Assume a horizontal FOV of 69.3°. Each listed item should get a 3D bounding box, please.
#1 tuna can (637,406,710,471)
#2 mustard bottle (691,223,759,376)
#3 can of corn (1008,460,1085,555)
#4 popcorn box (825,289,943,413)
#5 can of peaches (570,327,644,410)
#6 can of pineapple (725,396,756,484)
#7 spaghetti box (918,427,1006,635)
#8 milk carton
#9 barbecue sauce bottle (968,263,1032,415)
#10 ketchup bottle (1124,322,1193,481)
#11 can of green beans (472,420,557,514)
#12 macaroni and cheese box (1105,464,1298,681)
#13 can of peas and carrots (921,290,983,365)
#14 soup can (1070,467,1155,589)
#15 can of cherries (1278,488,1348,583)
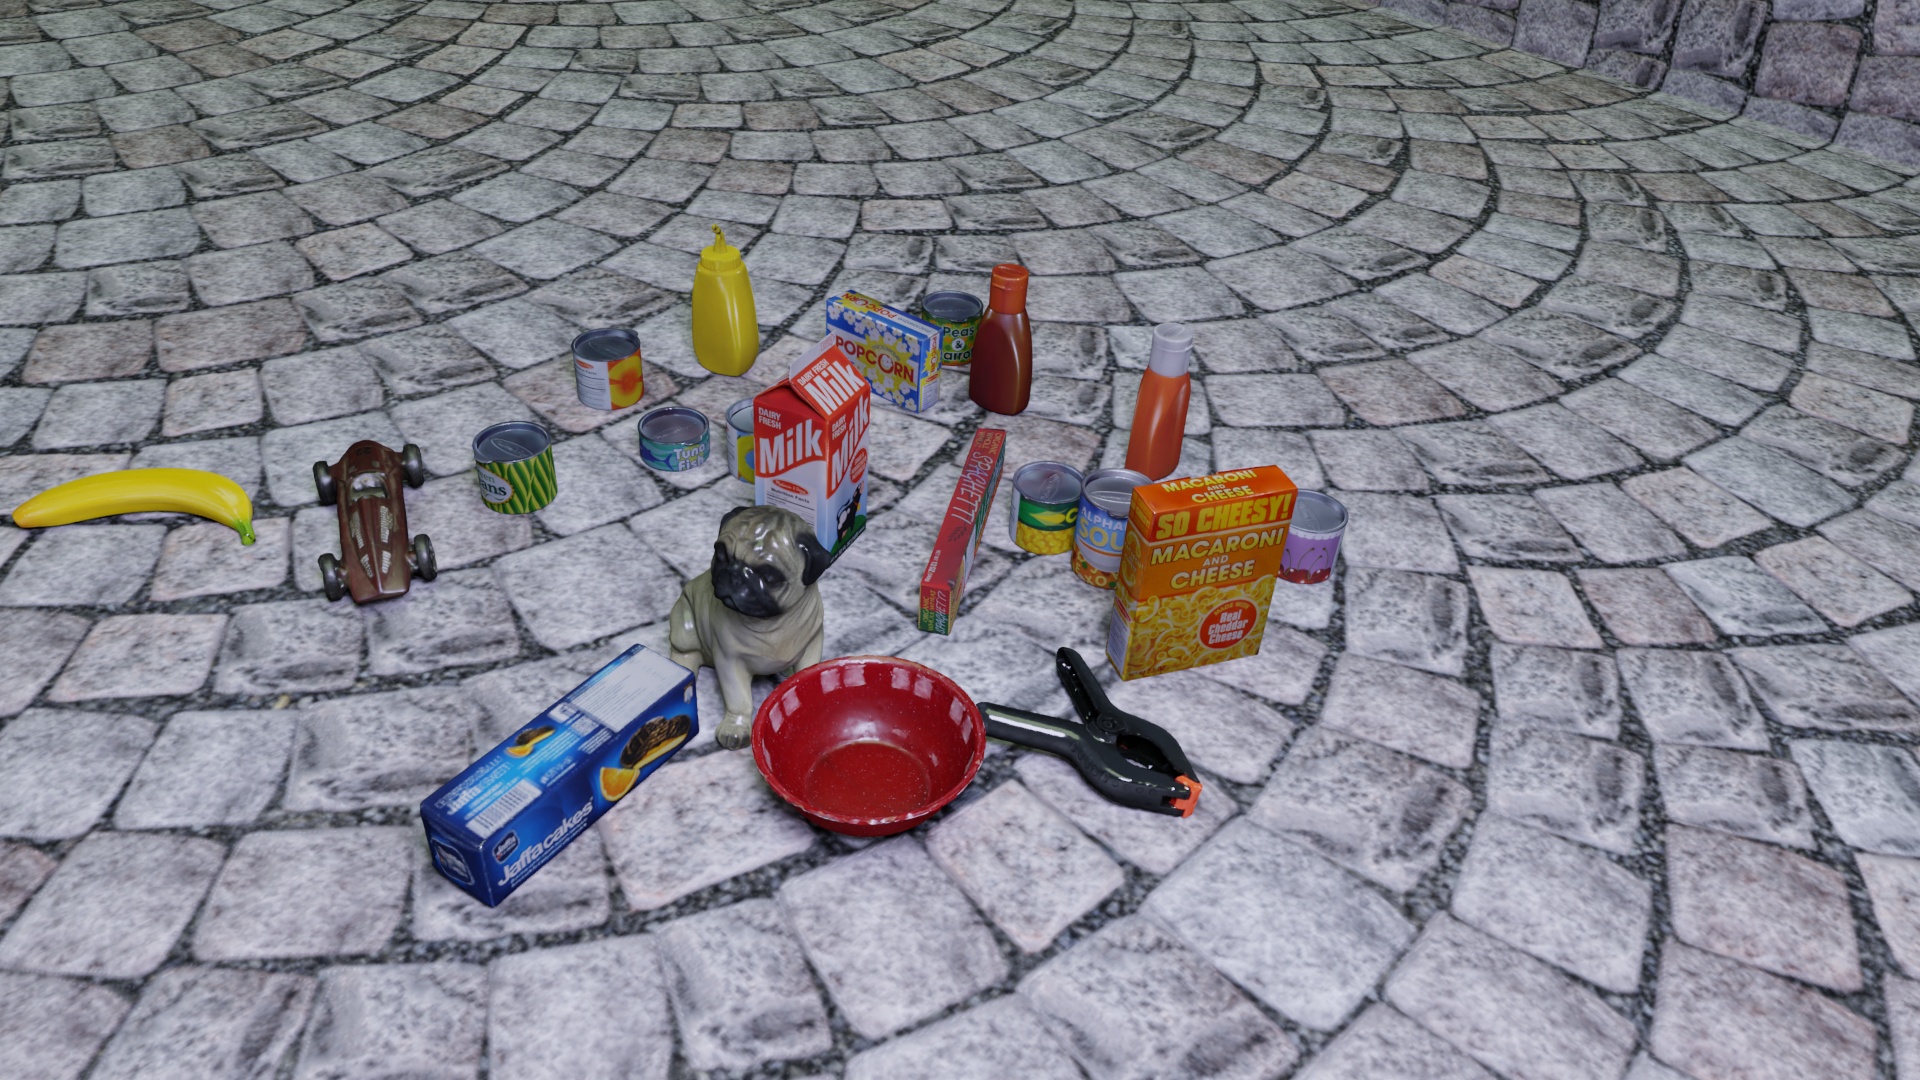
[{"bbox_3d":[-0.266,-0.094,1.301,0.071,0.032,0.071,3,37,-2],"label":"tuna can"},{"bbox_3d":[-0.238,-0.245,1.401,0.065,0.159,0.049,19,39,19],"label":"mustard bottle"},{"bbox_3d":[0.079,-0.028,1.227,0.071,0.058,0.071,3,36,-2],"label":"can of corn"},{"bbox_3d":[-0.078,-0.193,1.410,0.127,0.084,0.038,27,42,27],"label":"popcorn box"},{"bbox_3d":[-0.346,-0.170,1.374,0.071,0.057,0.071,3,36,-2],"label":"can of peaches"},{"bbox_3d":[-0.182,-0.093,1.287,0.071,0.057,0.071,3,36,-2],"label":"can of pineapple"},{"bbox_3d":[0.004,-0.015,1.208,0.029,0.049,0.251,10,37,7],"label":"spaghetti box"},{"bbox_3d":[-0.124,-0.079,1.163,0.073,0.189,0.073,19,39,18],"label":"milk carton"},{"bbox_3d":[0.043,-0.200,1.379,0.065,0.147,0.044,26,41,26],"label":"barbecue sauce bottle"},{"bbox_3d":[0.189,-0.130,1.299,0.043,0.148,0.065,28,43,29],"label":"ketchup bottle"},{"bbox_3d":[-0.393,-0.064,1.227,0.071,0.057,0.071,3,36,-2],"label":"can of green beans"},{"bbox_3d":[0.183,0.026,1.075,0.124,0.165,0.040,-9,39,-18],"label":"macaroni and cheese box"},{"bbox_3d":[-0.009,-0.226,1.483,0.071,0.058,0.071,3,36,-2],"label":"can of peas and carrots"},{"bbox_3d":[0.130,-0.008,1.184,0.071,0.083,0.072,3,36,-2],"label":"soup can"},{"bbox_3d":[0.298,-0.004,1.217,0.071,0.058,0.072,3,36,-2],"label":"can of cherries"}]
